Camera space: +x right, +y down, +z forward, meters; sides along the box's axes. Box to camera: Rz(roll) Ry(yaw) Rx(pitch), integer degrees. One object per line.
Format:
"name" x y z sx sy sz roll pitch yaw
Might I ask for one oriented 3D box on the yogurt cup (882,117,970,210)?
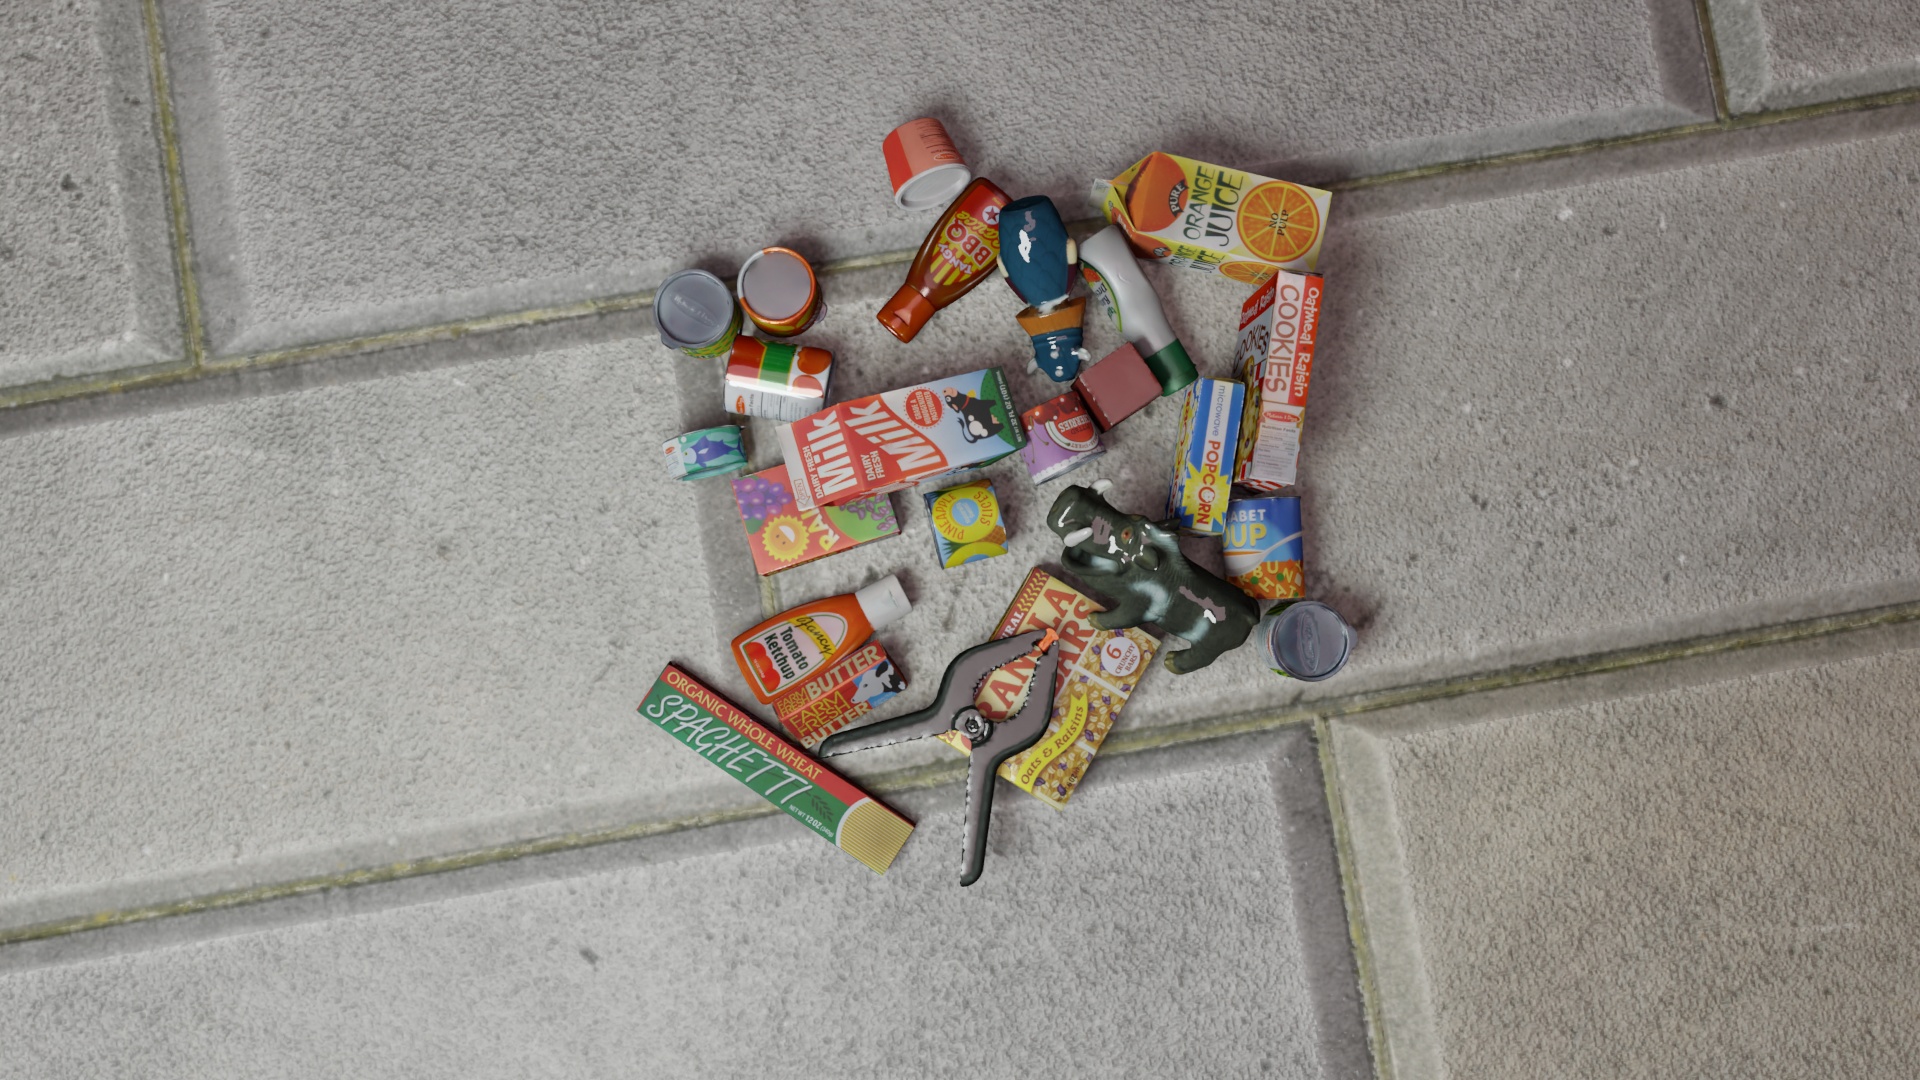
"yogurt cup" -0.032 -0.318 1.170 0.072 0.072 0.054 -21 80 -2

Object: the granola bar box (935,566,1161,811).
"granola bar box" 0.072 0.123 1.159 0.124 0.039 0.165 31 87 1

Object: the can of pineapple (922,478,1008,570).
"can of pineapple" 0.004 -0.014 1.150 0.058 0.071 0.071 -14 88 -2

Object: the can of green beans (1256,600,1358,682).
"can of green beans" 0.285 0.083 1.156 0.071 0.058 0.071 0 87 -1

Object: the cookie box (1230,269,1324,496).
"cookie box" 0.251 -0.125 1.134 0.040 0.123 0.167 9 87 -1

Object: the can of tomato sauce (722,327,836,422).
"can of tomato sauce" -0.149 -0.134 1.156 0.083 0.071 0.071 10 87 -1

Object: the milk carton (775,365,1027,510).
"milk carton" -0.052 -0.079 1.117 0.191 0.073 0.072 -15 86 -26

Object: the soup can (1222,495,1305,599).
"soup can" 0.249 0.007 1.154 0.071 0.071 0.083 -2 88 -1

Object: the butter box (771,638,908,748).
"butter box" -0.099 0.128 1.149 0.103 0.053 0.024 -31 49 -2

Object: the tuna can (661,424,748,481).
"tuna can" -0.209 -0.072 1.152 0.071 0.071 0.033 -14 88 -2

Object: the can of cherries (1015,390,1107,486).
"can of cherries" 0.082 -0.086 1.155 0.071 0.071 0.058 -25 87 -2

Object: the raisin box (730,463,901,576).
"raisin box" -0.121 -0.028 1.164 0.123 0.040 0.086 -18 88 -3

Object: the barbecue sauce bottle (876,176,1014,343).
"barbecue sauce bottle" -0.010 -0.233 1.175 0.065 0.043 0.148 41 87 -8

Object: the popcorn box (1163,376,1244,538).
"popcorn box" 0.200 -0.067 1.149 0.038 0.085 0.126 9 87 -2

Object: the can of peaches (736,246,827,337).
"can of peaches" -0.149 -0.207 1.164 0.071 0.058 0.071 0 87 0

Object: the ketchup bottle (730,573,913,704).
"ketchup bottle" -0.113 0.077 1.157 0.149 0.043 0.064 -28 89 -3

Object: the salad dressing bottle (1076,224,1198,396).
"salad dressing bottle" 0.148 -0.192 1.169 0.044 0.064 0.147 -33 96 -4

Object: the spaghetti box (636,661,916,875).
"spaghetti box" -0.154 0.189 1.157 0.250 0.028 0.050 34 86 1

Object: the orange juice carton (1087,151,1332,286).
"orange juice carton" 0.203 -0.270 1.166 0.193 0.072 0.073 13 87 -1

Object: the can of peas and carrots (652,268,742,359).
"can of peas and carrots" -0.220 -0.186 1.161 0.071 0.058 0.071 0 88 0
